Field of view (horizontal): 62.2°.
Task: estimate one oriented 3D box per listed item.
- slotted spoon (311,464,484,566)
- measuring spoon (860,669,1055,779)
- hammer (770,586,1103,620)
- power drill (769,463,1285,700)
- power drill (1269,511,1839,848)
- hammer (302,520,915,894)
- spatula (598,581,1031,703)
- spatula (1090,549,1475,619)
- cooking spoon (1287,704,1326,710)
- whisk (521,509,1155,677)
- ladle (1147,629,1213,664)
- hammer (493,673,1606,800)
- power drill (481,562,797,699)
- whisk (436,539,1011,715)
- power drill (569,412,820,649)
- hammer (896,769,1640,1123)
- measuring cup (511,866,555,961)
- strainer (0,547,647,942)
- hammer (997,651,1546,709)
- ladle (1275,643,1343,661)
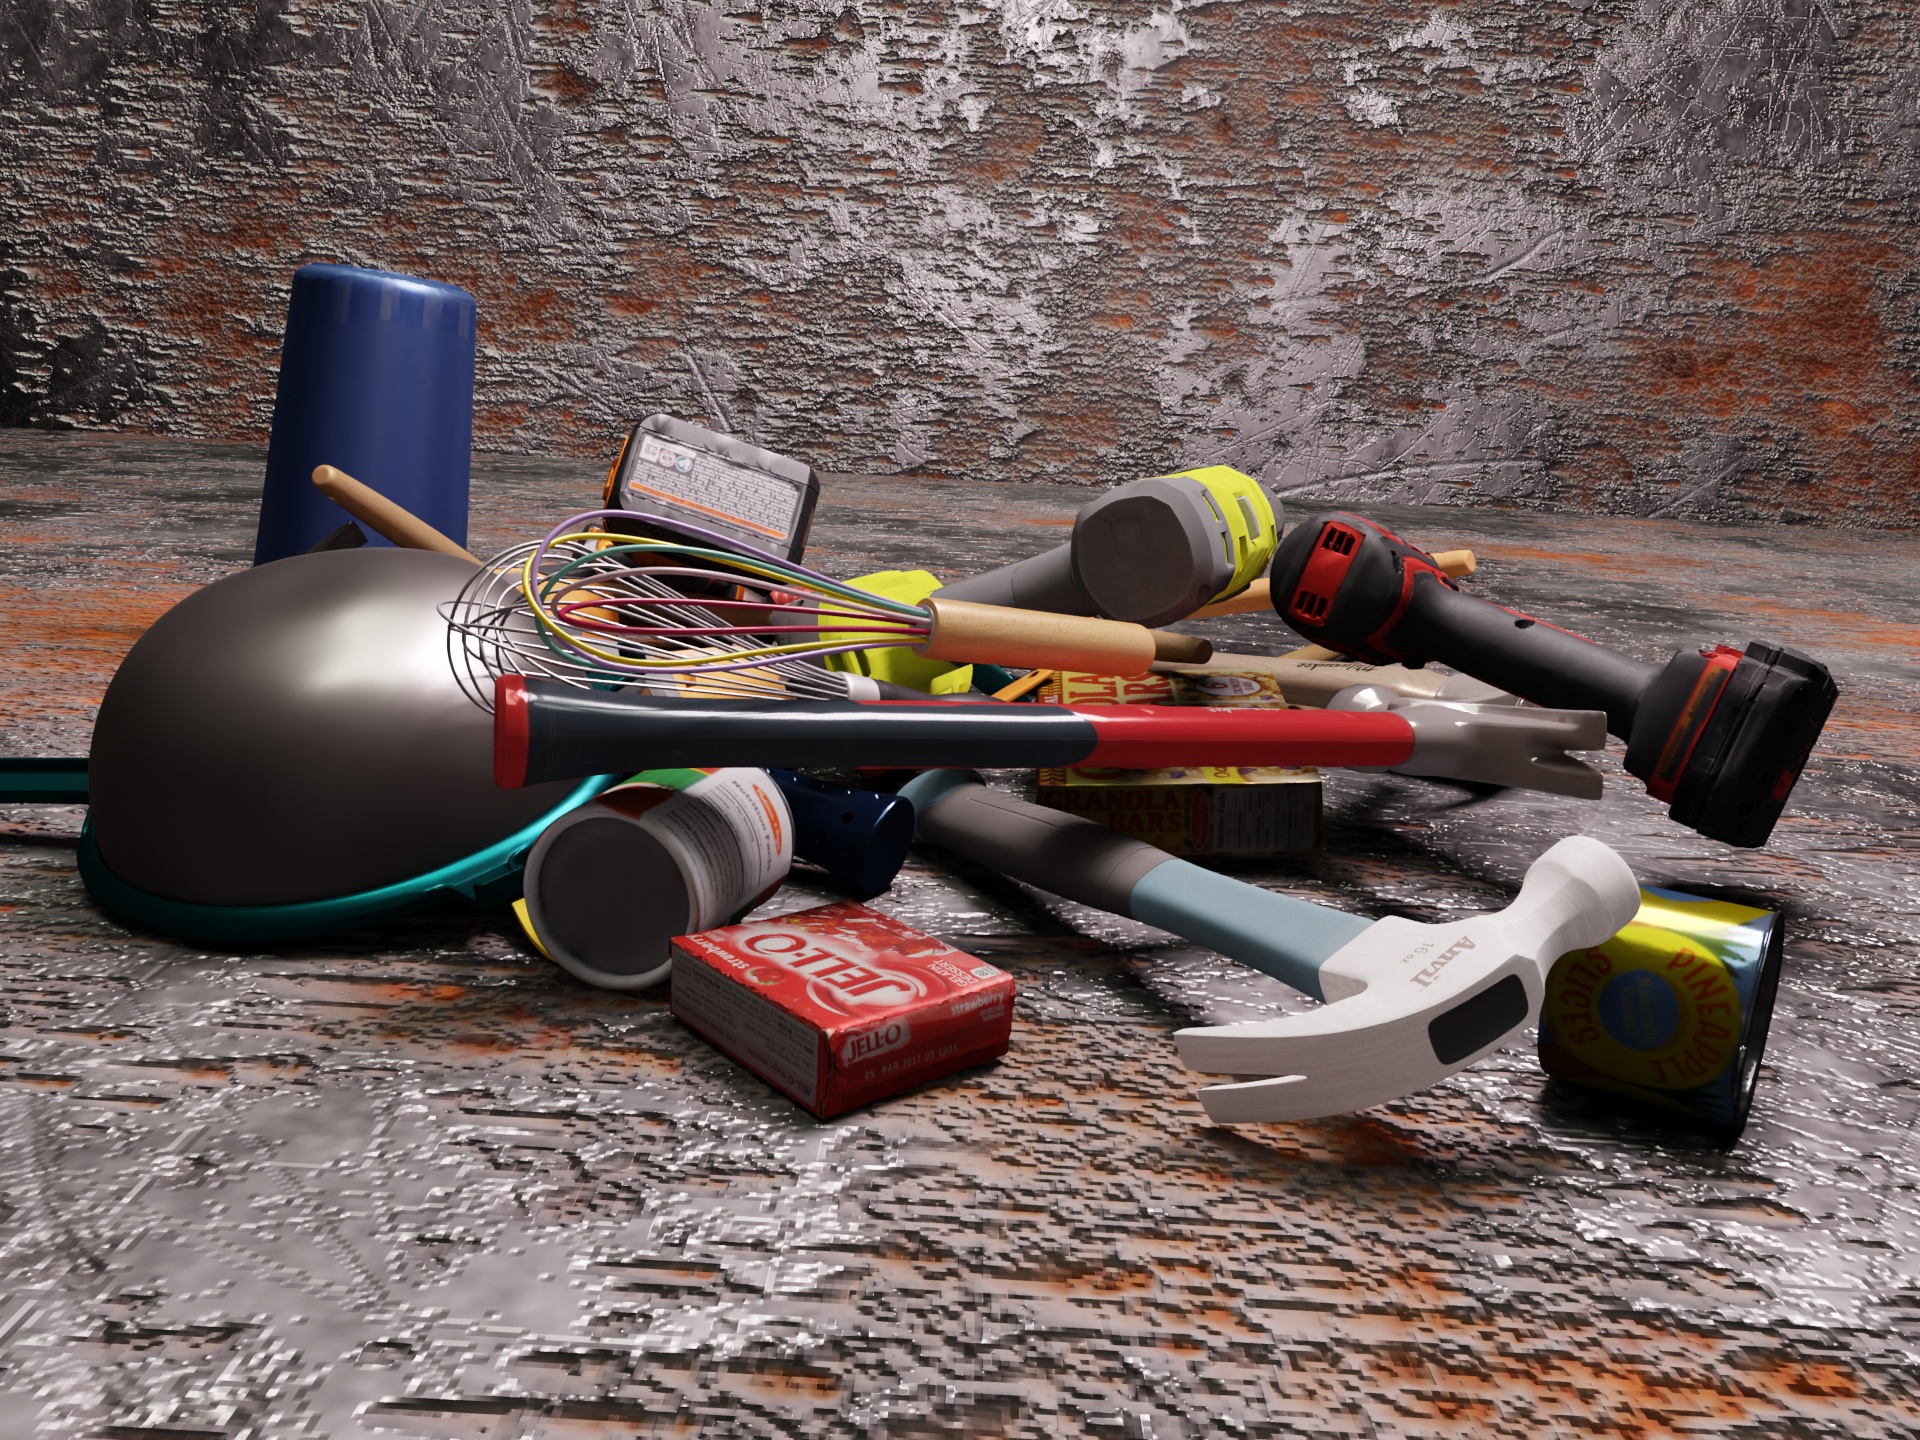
[{"bbox_3d":[-0.289,-0.085,0.942,0.070,0.031,0.313,13,-11,15],"label":"slotted spoon"},{"bbox_3d":[-0.001,-0.003,0.814,0.117,0.011,0.021,-30,15,-6],"label":"measuring spoon"},{"bbox_3d":[-0.075,-0.084,1.175,0.359,0.037,0.149,1,-8,8],"label":"hammer"},{"bbox_3d":[0.042,-0.062,0.766,0.228,0.080,0.190,-19,3,27],"label":"power drill"},{"bbox_3d":[0.266,-0.025,0.726,0.227,0.080,0.187,27,9,30],"label":"power drill"},{"bbox_3d":[-0.200,-0.002,0.732,0.406,0.035,0.144,15,55,27],"label":"hammer"},{"bbox_3d":[-0.104,-0.049,0.945,0.317,0.044,0.082,9,-17,15],"label":"spatula"},{"bbox_3d":[0.142,-0.077,0.927,0.323,0.041,0.081,-6,-5,41],"label":"spatula"},{"bbox_3d":[0.175,0.010,0.906,0.069,0.017,0.319,9,15,25],"label":"cooking spoon"},{"bbox_3d":[-0.031,-0.030,0.551,0.244,0.051,0.047,4,24,-32],"label":"whisk"},{"bbox_3d":[0.030,-0.043,0.935,0.078,0.062,0.320,25,-7,-35],"label":"ladle"},{"bbox_3d":[0.037,0.007,0.560,0.386,0.038,0.143,1,4,-23],"label":"hammer"},{"bbox_3d":[-0.172,-0.030,0.876,0.226,0.084,0.185,17,16,34],"label":"power drill"},{"bbox_3d":[-0.069,-0.012,0.627,0.284,0.070,0.070,12,4,-41],"label":"whisk"},{"bbox_3d":[-0.163,-0.103,1.027,0.164,0.084,0.226,18,-19,-15],"label":"power drill"},{"bbox_3d":[0.065,0.058,0.571,0.128,0.033,0.331,-32,21,-21],"label":"hammer"},{"bbox_3d":[-0.173,0.061,0.617,0.062,0.029,0.157,-6,27,-28],"label":"measuring cup"},{"bbox_3d":[-0.305,-0.010,0.624,0.340,0.095,0.211,-1,28,5],"label":"strainer"},{"bbox_3d":[0.136,-0.029,0.965,0.411,0.038,0.146,9,17,38],"label":"hammer"},{"bbox_3d":[0.269,-0.050,1.178,0.069,0.031,0.315,12,17,33],"label":"ladle"}]
